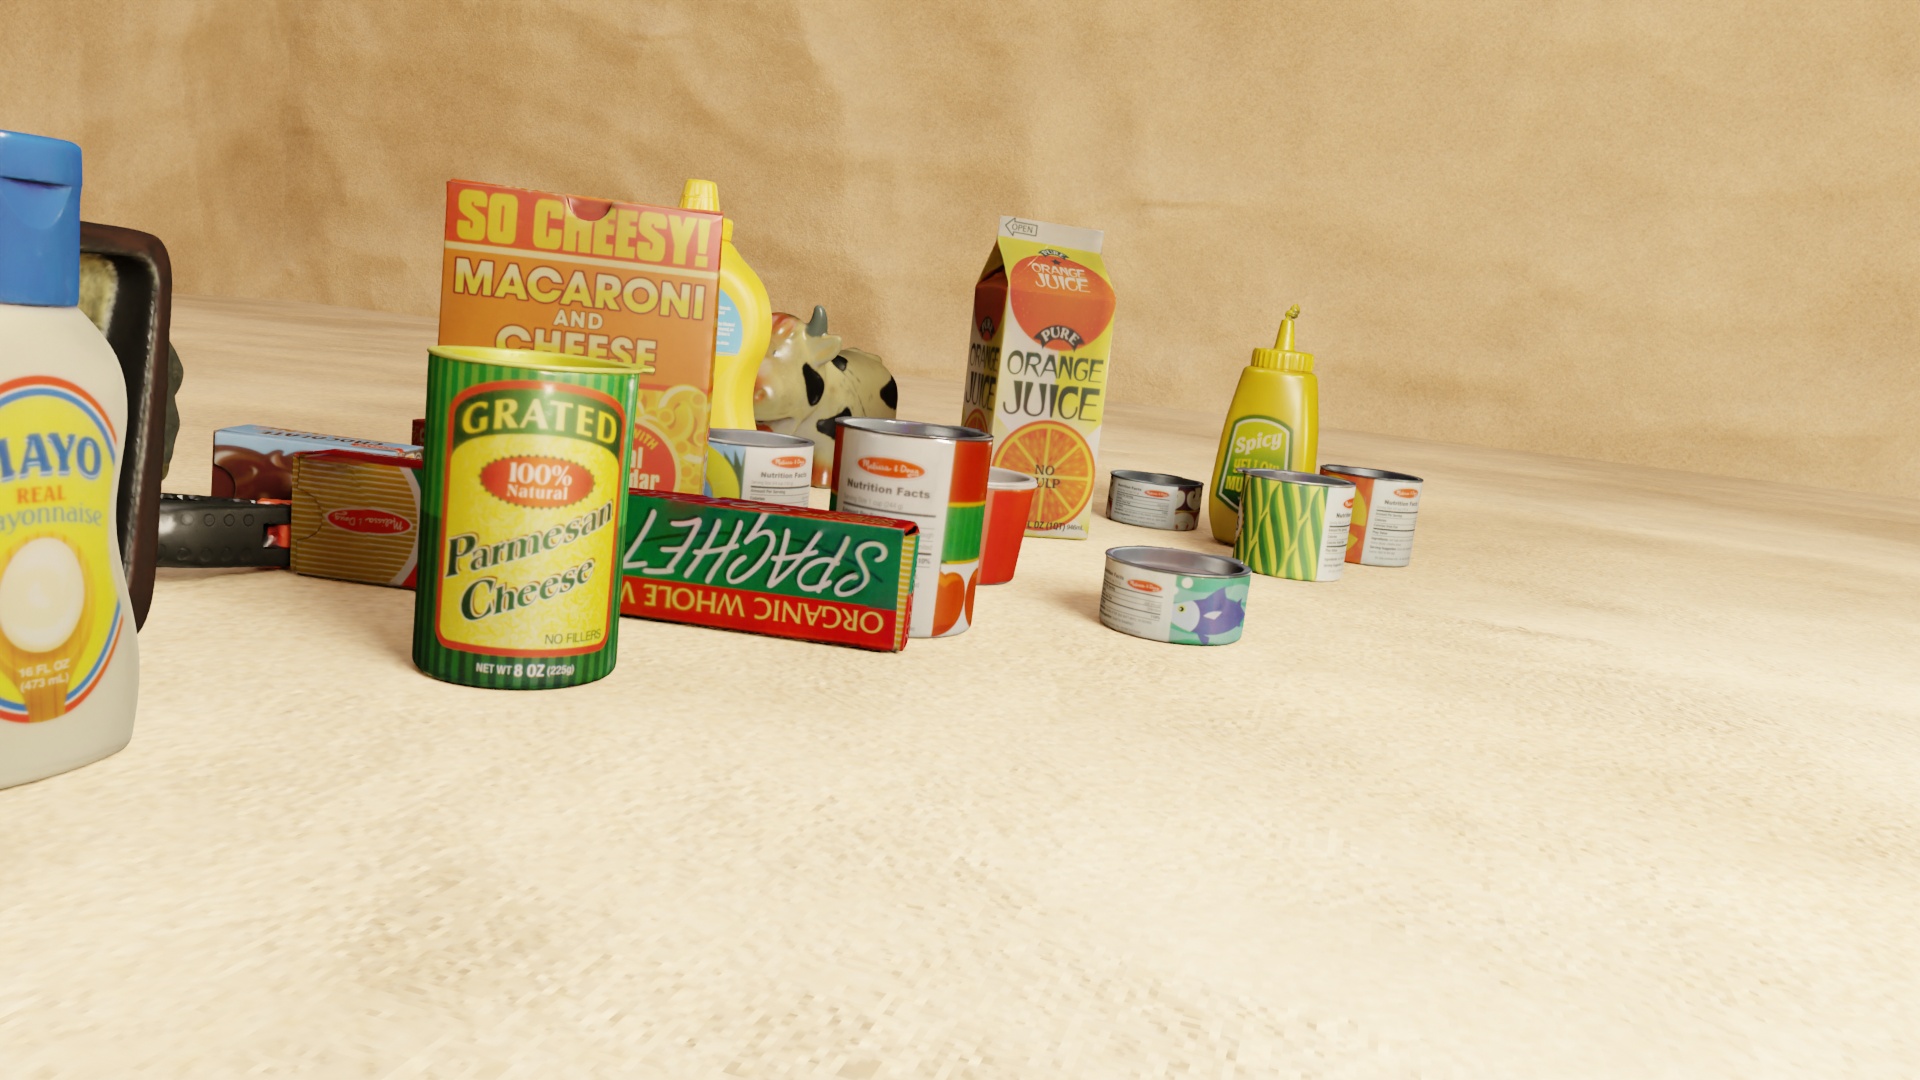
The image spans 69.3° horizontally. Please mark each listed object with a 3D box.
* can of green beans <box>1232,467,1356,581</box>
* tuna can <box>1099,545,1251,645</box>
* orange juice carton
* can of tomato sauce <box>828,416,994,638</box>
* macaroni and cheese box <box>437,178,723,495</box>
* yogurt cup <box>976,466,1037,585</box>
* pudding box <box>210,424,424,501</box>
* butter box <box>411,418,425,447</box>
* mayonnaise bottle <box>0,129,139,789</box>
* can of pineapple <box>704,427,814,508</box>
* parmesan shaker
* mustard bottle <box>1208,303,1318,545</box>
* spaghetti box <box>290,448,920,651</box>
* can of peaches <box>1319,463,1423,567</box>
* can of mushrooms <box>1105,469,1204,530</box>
[{"bbox_3d":[0.198,-0.010,0.827,0.071,0.057,0.071,6,9,-1],"label":"can of green beans"},{"bbox_3d":[0.098,0.024,0.630,0.071,0.032,0.071,6,9,-1],"label":"tuna can"},{"bbox_3d":[0.047,-0.102,0.871,0.072,0.192,0.073,4,9,-17],"label":"orange juice carton"},{"bbox_3d":[-0.023,-0.007,0.584,0.071,0.083,0.071,6,9,-1],"label":"can of tomato sauce"},{"bbox_3d":[-0.179,-0.077,0.652,0.124,0.166,0.040,4,9,-11],"label":"macaroni and cheese box"},{"bbox_3d":[0.003,-0.009,0.702,0.072,0.054,0.072,6,9,-1],"label":"yogurt cup"},{"bbox_3d":[-0.280,-0.022,0.607,0.084,0.049,0.030,7,9,2],"label":"pudding box"},{"bbox_3d":[-0.233,-0.037,0.723,0.024,0.053,0.104,13,11,37],"label":"butter box"},{"bbox_3d":[-0.224,-0.018,0.318,0.041,0.147,0.065,10,9,22],"label":"mayonnaise bottle"},{"bbox_3d":[-0.112,-0.026,0.722,0.071,0.057,0.071,6,9,-1],"label":"can of pineapple"},{"bbox_3d":[-0.139,-0.009,0.455,0.071,0.103,0.071,6,9,-1],"label":"parmesan shaker"},{"bbox_3d":[0.202,-0.074,0.905,0.065,0.160,0.049,10,10,25],"label":"mustard bottle"},{"bbox_3d":[-0.140,0.003,0.549,0.250,0.050,0.029,7,9,5],"label":"spaghetti box"},{"bbox_3d":[0.265,-0.017,0.914,0.071,0.058,0.071,6,9,-1],"label":"can of peaches"},{"bbox_3d":[0.137,-0.029,0.978,0.071,0.033,0.071,6,9,-1],"label":"can of mushrooms"}]
